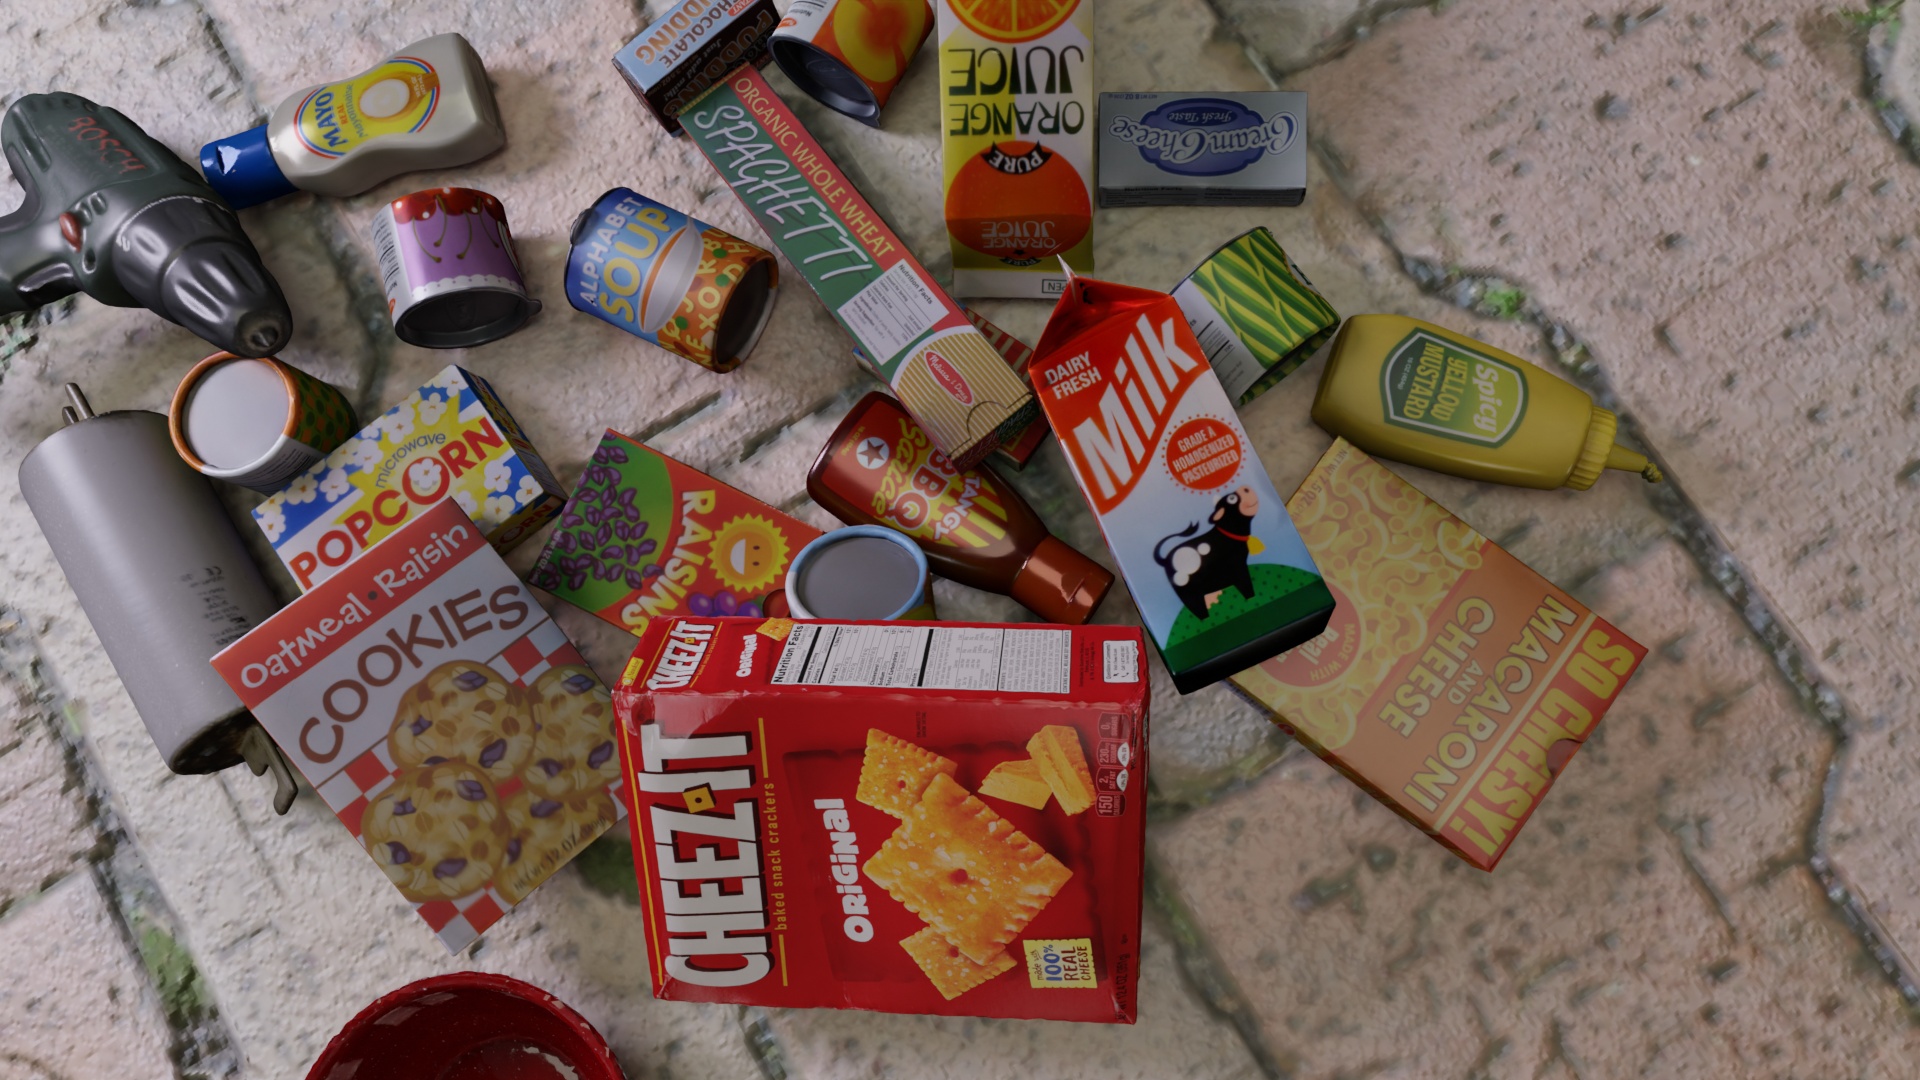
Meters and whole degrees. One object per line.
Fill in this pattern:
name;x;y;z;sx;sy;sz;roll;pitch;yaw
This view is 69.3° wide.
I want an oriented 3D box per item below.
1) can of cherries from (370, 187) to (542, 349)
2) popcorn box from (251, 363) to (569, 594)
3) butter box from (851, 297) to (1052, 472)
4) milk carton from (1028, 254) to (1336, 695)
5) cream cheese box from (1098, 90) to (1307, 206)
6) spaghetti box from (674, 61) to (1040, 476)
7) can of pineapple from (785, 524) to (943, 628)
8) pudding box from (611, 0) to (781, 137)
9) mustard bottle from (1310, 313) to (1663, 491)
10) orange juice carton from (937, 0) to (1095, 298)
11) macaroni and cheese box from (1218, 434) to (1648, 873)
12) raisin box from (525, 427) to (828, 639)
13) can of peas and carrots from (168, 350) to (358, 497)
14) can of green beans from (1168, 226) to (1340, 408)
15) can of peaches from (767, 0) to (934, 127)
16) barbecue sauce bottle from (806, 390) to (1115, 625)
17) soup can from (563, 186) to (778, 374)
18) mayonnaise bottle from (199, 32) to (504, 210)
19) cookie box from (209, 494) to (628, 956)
can of cherries;-0.254;-0.137;0.699;0.071;0.071;0.058;-19;78;2
popcorn box;-0.272;-0.016;0.691;0.127;0.038;0.085;-37;79;-2
butter box;0.003;-0.083;0.687;0.103;0.024;0.053;34;85;10
milk carton;0.087;-0.035;0.613;0.073;0.072;0.191;-25;73;4
cream cheese box;0.121;-0.196;0.697;0.104;0.024;0.053;1;81;5
spaghetti box;-0.054;-0.138;0.678;0.050;0.028;0.250;-37;69;-1
can of pineapple;-0.042;0.034;0.640;0.071;0.057;0.071;-3;47;4
pudding box;-0.133;-0.253;0.716;0.084;0.049;0.030;-40;78;-3
mustard bottle;0.249;-0.057;0.648;0.160;0.049;0.065;18;84;8
orange juice carton;0.028;-0.212;0.663;0.072;0.073;0.192;0;107;5
macaroni and cheese box;0.203;0.051;0.636;0.166;0.040;0.124;37;86;11
raisin box;-0.133;0.010;0.674;0.123;0.040;0.086;26;82;8
can of peas and carrots;-0.349;-0.060;0.696;0.071;0.058;0.071;-1;80;4
can of green beans;0.136;-0.105;0.657;0.071;0.071;0.058;-37;80;-2
can of peaches;-0.053;-0.255;0.703;0.071;0.071;0.058;29;84;9
barbecue sauce bottle;0.002;-0.008;0.663;0.148;0.043;0.065;33;78;9
soup can;-0.142;-0.128;0.683;0.084;0.071;0.071;25;83;9
mayonnaise bottle;-0.320;-0.214;0.730;0.148;0.041;0.065;-19;81;1
cookie box;-0.232;0.081;0.635;0.123;0.040;0.167;-39;95;-18
